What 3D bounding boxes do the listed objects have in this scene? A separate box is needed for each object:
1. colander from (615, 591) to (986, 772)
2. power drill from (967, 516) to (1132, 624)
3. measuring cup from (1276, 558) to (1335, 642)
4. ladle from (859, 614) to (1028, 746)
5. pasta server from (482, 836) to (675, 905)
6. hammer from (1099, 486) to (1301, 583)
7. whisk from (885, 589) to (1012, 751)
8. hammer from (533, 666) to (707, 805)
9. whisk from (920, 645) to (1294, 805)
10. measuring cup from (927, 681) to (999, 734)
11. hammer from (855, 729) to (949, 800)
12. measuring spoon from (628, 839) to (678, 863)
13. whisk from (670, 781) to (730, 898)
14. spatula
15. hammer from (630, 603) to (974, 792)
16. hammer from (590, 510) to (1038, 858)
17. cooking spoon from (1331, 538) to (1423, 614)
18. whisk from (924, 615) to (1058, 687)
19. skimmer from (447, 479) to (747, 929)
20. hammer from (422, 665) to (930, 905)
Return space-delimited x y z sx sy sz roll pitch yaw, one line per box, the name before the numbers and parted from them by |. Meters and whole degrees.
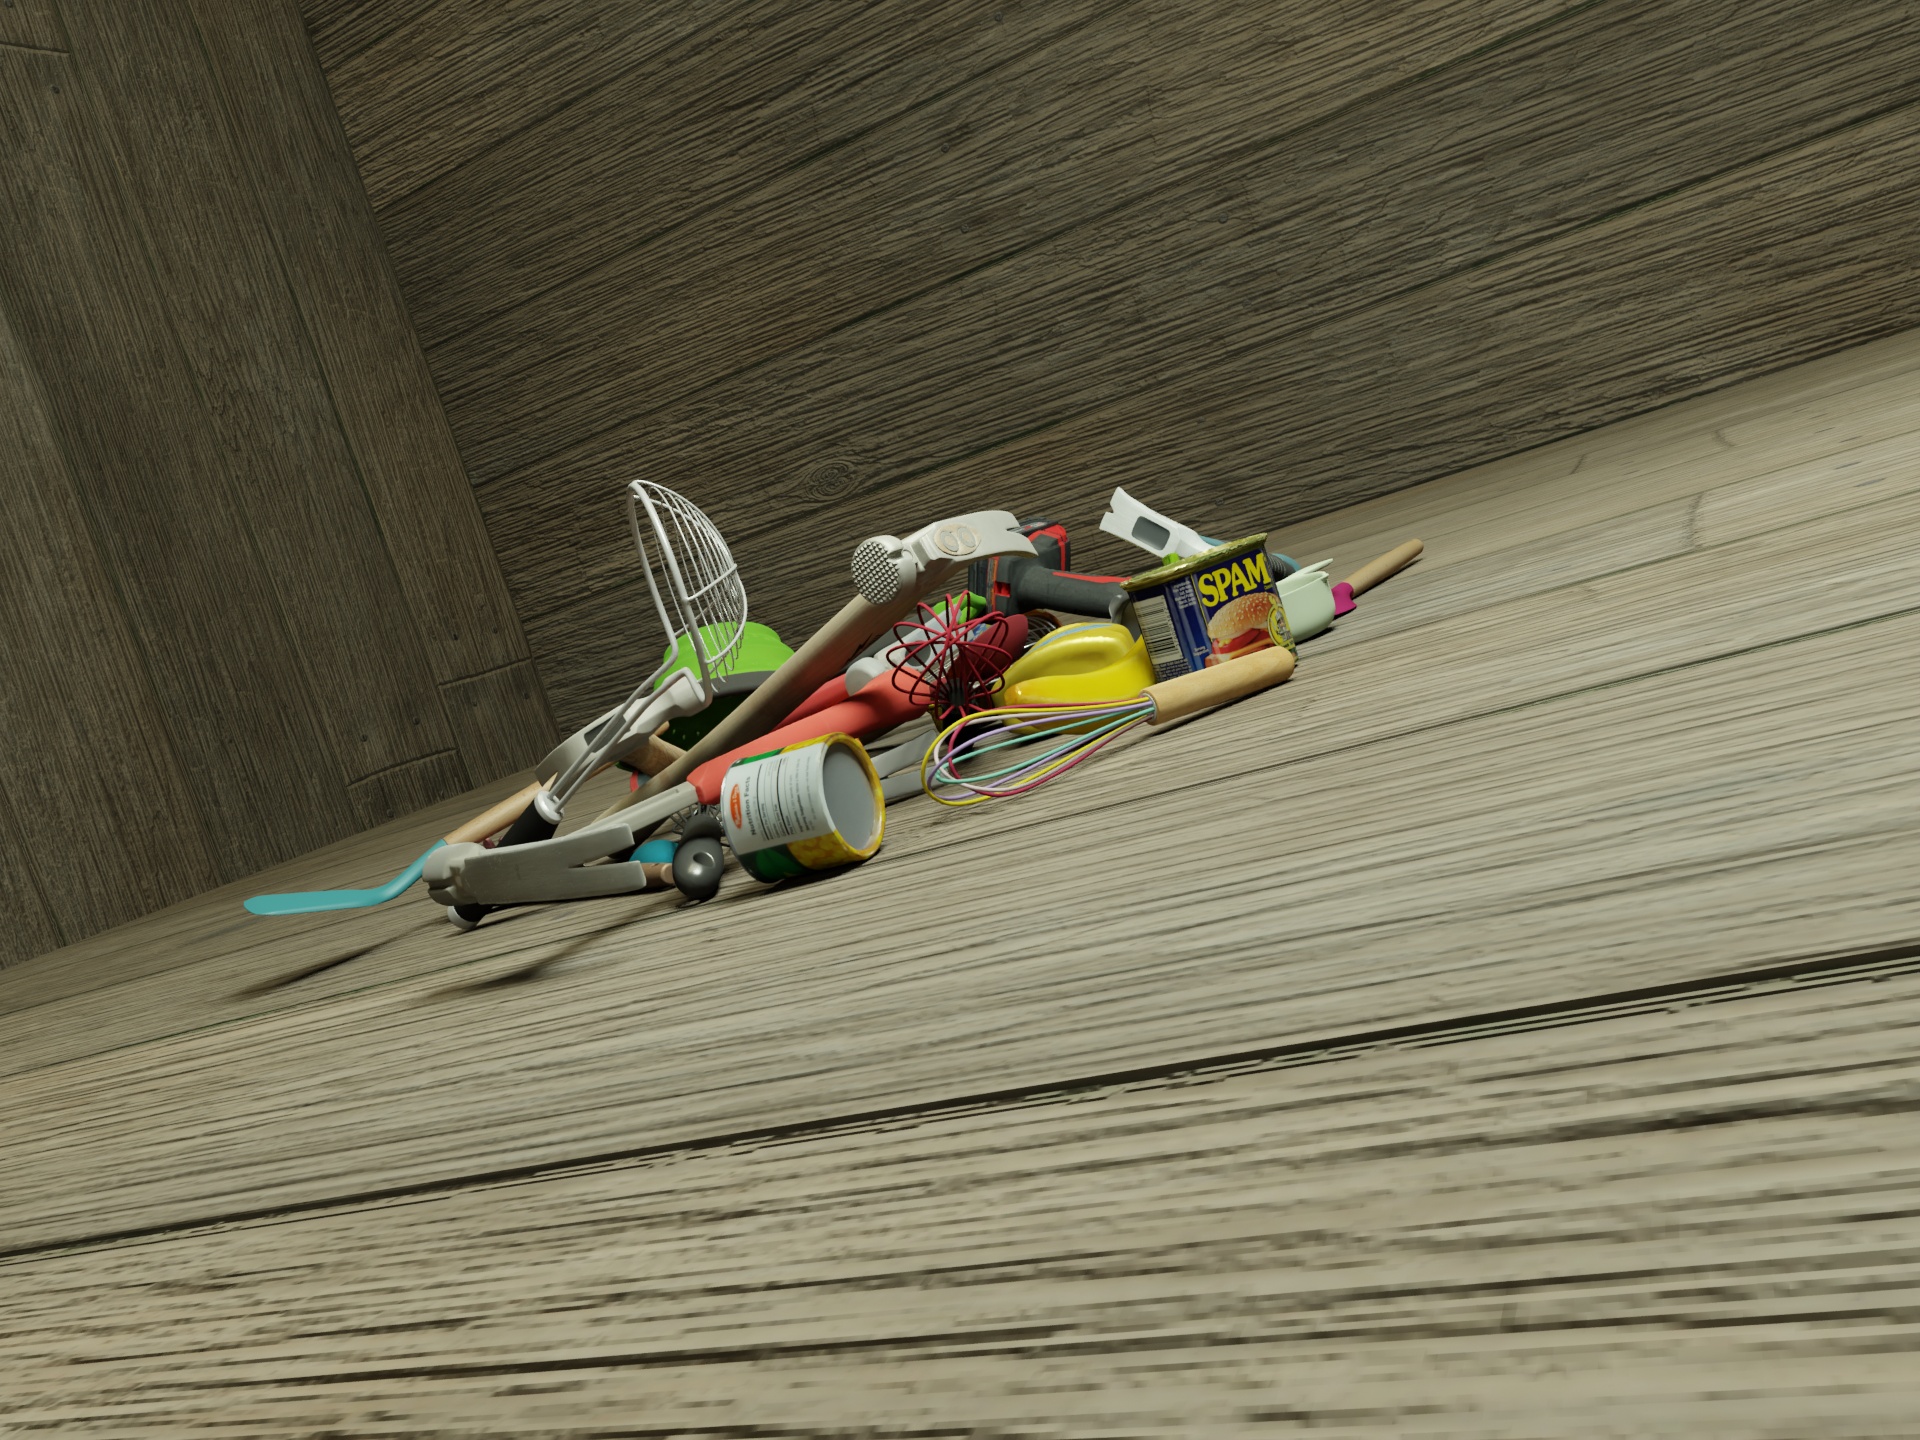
colander | -0.150 -0.060 1.446 0.397 0.095 0.204 -25 -23 28
power drill | 0.125 -0.113 1.357 0.220 0.078 0.143 16 25 34
measuring cup | 0.246 -0.086 1.149 0.083 0.038 0.167 -17 7 33
ladle | -0.032 -0.017 1.257 0.069 0.031 0.315 -26 -2 -31
pasta server | -0.268 0.100 1.042 0.060 0.040 0.316 -38 17 -35
hammer | 0.208 -0.129 1.246 0.128 0.033 0.331 30 13 23
whisk | -0.003 -0.018 0.979 0.073 0.073 0.295 -19 -11 -2
hammer | -0.223 0.033 1.185 0.130 0.031 0.331 -30 -9 -3
whisk | 0.086 -0.004 0.872 0.245 0.047 0.051 -17 3 -26
measuring cup | -0.002 -0.004 1.157 0.062 0.029 0.156 -22 -1 10
hammer | -0.080 0.031 1.123 0.127 0.034 0.337 -20 5 -2
measuring spoon | -0.201 0.085 1.046 0.042 0.021 0.128 -19 6 -10
whisk | -0.151 0.069 0.944 0.055 0.055 0.239 -19 10 -4
spatula | -0.349 0.068 1.138 0.317 0.044 0.082 -32 16 -26
hammer | -0.155 -0.001 1.372 0.386 0.038 0.143 -24 9 42
hammer | -0.120 -0.011 1.051 0.410 0.038 0.146 -37 -10 39
cooking spoon | 0.318 -0.110 1.281 0.069 0.017 0.319 -14 8 37
whisk | -0.039 -0.018 1.411 0.284 0.070 0.070 -24 5 1
skimmer | -0.237 0.013 0.938 0.090 0.127 0.363 7 -44 -48
hammer | -0.119 0.027 0.899 0.149 0.036 0.359 -10 10 35
